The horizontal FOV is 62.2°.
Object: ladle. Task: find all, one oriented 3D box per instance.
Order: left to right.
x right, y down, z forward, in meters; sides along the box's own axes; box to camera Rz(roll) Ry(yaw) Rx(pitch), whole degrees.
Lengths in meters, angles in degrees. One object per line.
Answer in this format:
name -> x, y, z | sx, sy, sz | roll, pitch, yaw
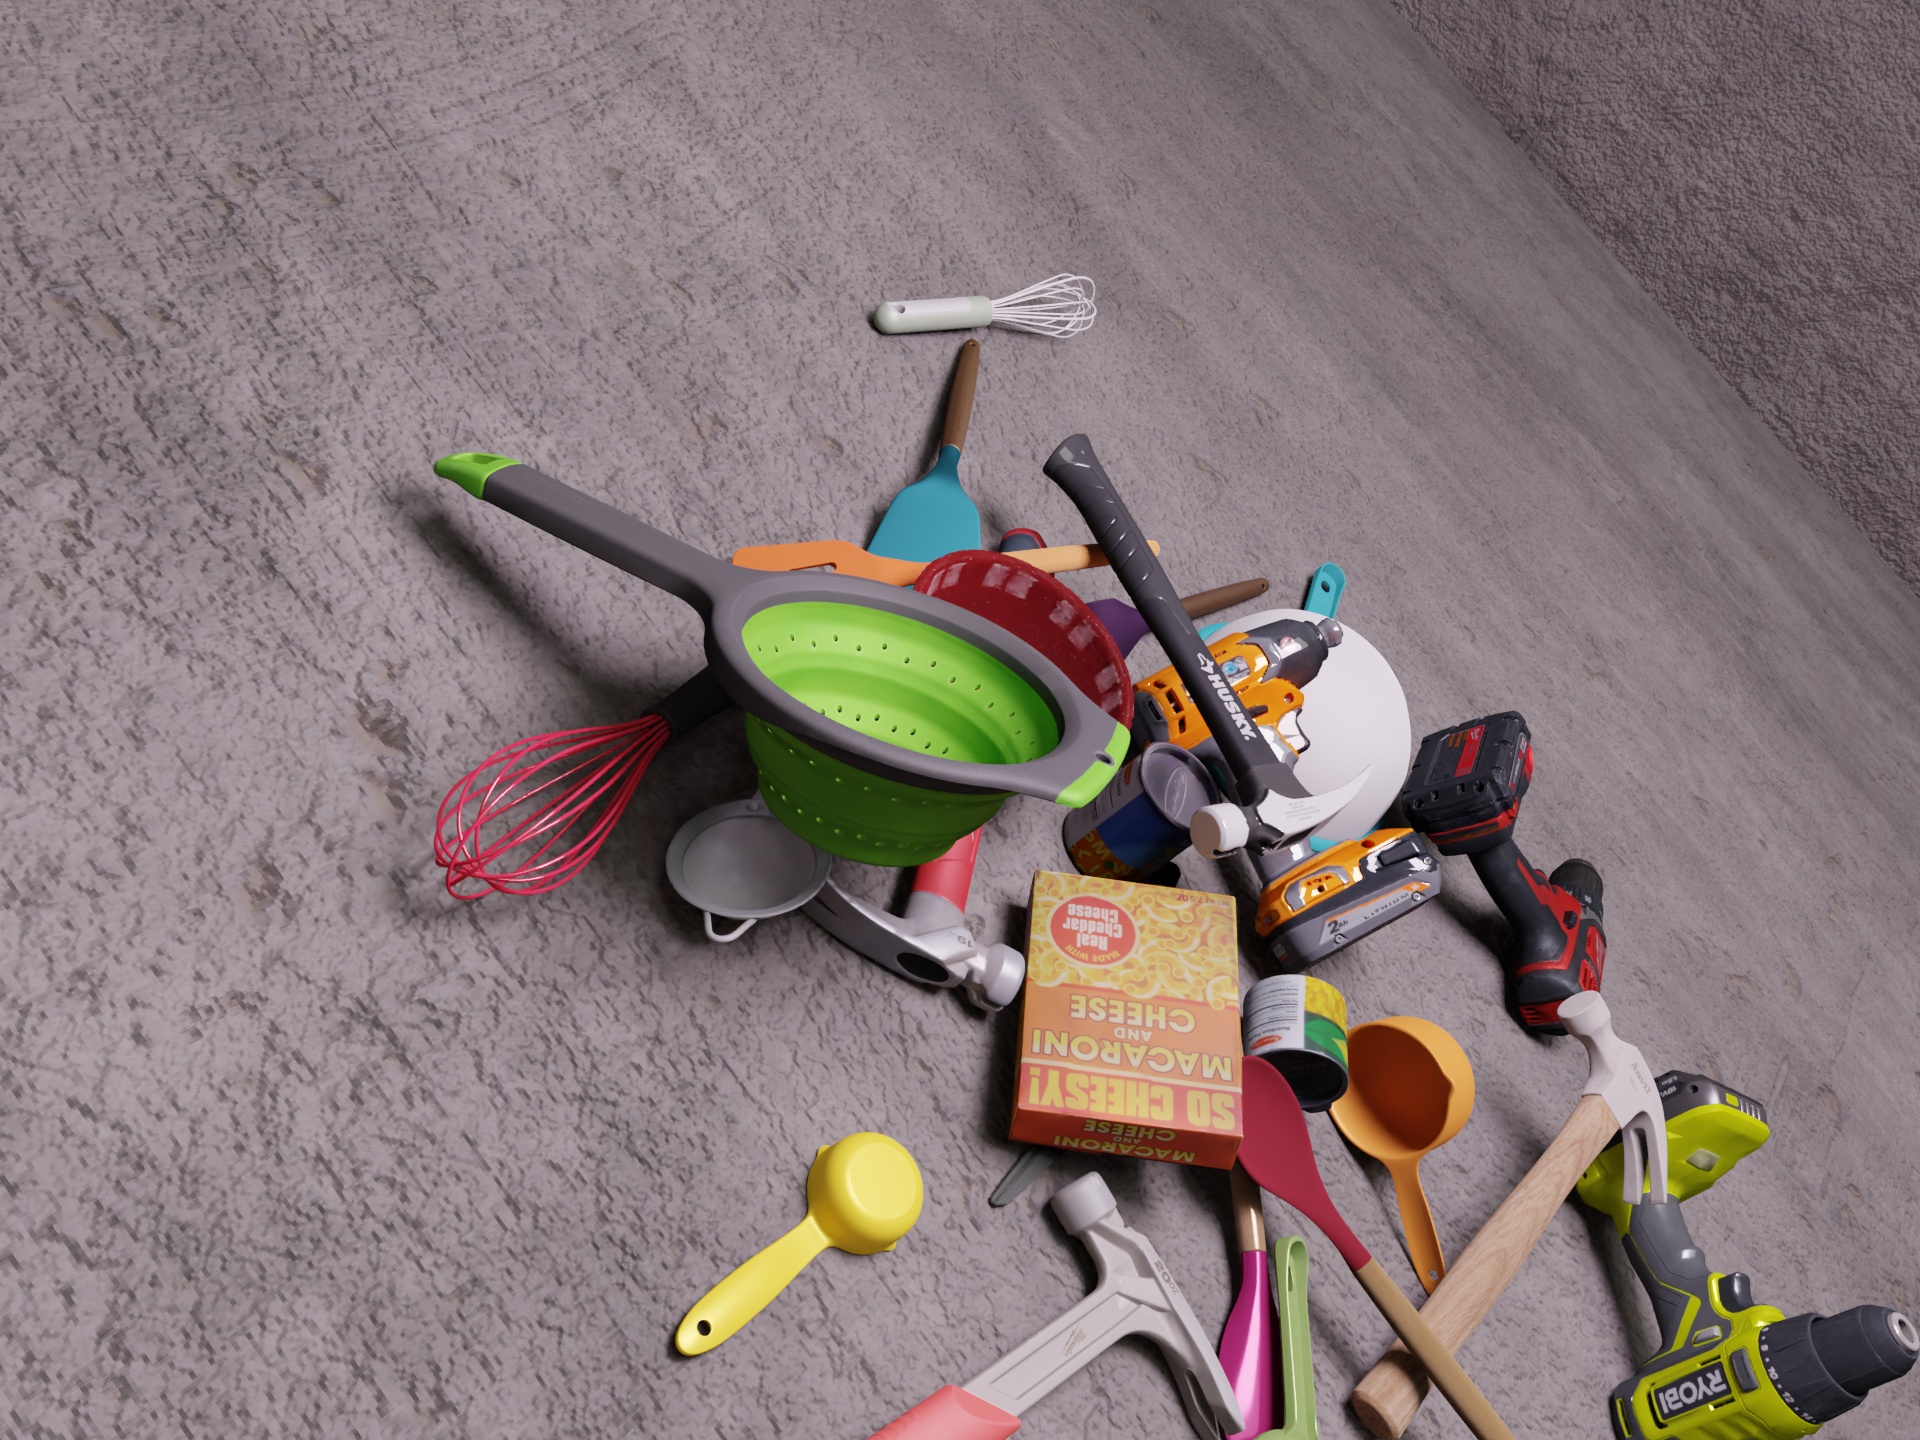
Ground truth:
ladle -> 0.245, 0.328, 0.898 | 0.069, 0.031, 0.315 | -27, 76, -45

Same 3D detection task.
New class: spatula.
spatula -> -0.009, -0.199, 1.170 | 0.082, 0.044, 0.318 | 11, 39, -1
spatula -> 0.006, -0.097, 1.052 | 0.322, 0.041, 0.081 | -10, 74, -36
spatula -> 0.160, -0.079, 1.220 | 0.316, 0.018, 0.059 | -20, 109, -50

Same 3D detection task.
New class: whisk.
whisk -> -0.172, 0.012, 0.842 | 0.073, 0.073, 0.296 | 46, 35, 0
whisk -> 0.025, -0.336, 1.302 | 0.246, 0.059, 0.058 | -17, 58, -42

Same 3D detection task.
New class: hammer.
hammer -> -0.010, 0.340, 0.724 | 0.359, 0.036, 0.149 | -15, 68, -46
hammer -> -0.002, -0.003, 1.012 | 0.143, 0.038, 0.387 | 30, 43, -16
hammer -> 0.145, -0.061, 1.052 | 0.146, 0.035, 0.335 | -8, 58, -34
hammer -> 0.345, 0.315, 0.984 | 0.331, 0.031, 0.130 | -36, 96, -33

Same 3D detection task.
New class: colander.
colander -> -0.113, -0.026, 0.836 | 0.397, 0.094, 0.204 | 26, 26, 11

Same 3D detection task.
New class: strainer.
strainer -> -0.102, 0.029, 0.885 | 0.087, 0.050, 0.259 | 8, 48, 3
strainer -> 0.294, -0.048, 1.256 | 0.211, 0.095, 0.341 | 38, 42, -9
strainer -> 0.199, 0.383, 0.812 | 0.151, 0.069, 0.257 | 40, 38, -34

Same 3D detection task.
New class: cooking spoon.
cooking spoon -> 0.166, 0.281, 0.919 | 0.068, 0.017, 0.319 | 19, 53, -31

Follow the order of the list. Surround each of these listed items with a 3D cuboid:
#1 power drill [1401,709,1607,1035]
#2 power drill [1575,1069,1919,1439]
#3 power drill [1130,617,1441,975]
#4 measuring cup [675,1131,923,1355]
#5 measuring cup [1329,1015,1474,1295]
power drill -> 0.438, 0.106, 1.236 | 0.226, 0.080, 0.188 | 58, 37, -15
power drill -> 0.495, 0.351, 1.032 | 0.080, 0.190, 0.229 | 25, 40, -23
power drill -> 0.232, 0.040, 1.091 | 0.164, 0.084, 0.227 | -28, 74, -5
measuring cup -> -0.073, 0.247, 0.750 | 0.062, 0.029, 0.156 | 53, 39, 8
measuring cup -> 0.294, 0.275, 1.017 | 0.052, 0.095, 0.174 | -4, 79, -48
